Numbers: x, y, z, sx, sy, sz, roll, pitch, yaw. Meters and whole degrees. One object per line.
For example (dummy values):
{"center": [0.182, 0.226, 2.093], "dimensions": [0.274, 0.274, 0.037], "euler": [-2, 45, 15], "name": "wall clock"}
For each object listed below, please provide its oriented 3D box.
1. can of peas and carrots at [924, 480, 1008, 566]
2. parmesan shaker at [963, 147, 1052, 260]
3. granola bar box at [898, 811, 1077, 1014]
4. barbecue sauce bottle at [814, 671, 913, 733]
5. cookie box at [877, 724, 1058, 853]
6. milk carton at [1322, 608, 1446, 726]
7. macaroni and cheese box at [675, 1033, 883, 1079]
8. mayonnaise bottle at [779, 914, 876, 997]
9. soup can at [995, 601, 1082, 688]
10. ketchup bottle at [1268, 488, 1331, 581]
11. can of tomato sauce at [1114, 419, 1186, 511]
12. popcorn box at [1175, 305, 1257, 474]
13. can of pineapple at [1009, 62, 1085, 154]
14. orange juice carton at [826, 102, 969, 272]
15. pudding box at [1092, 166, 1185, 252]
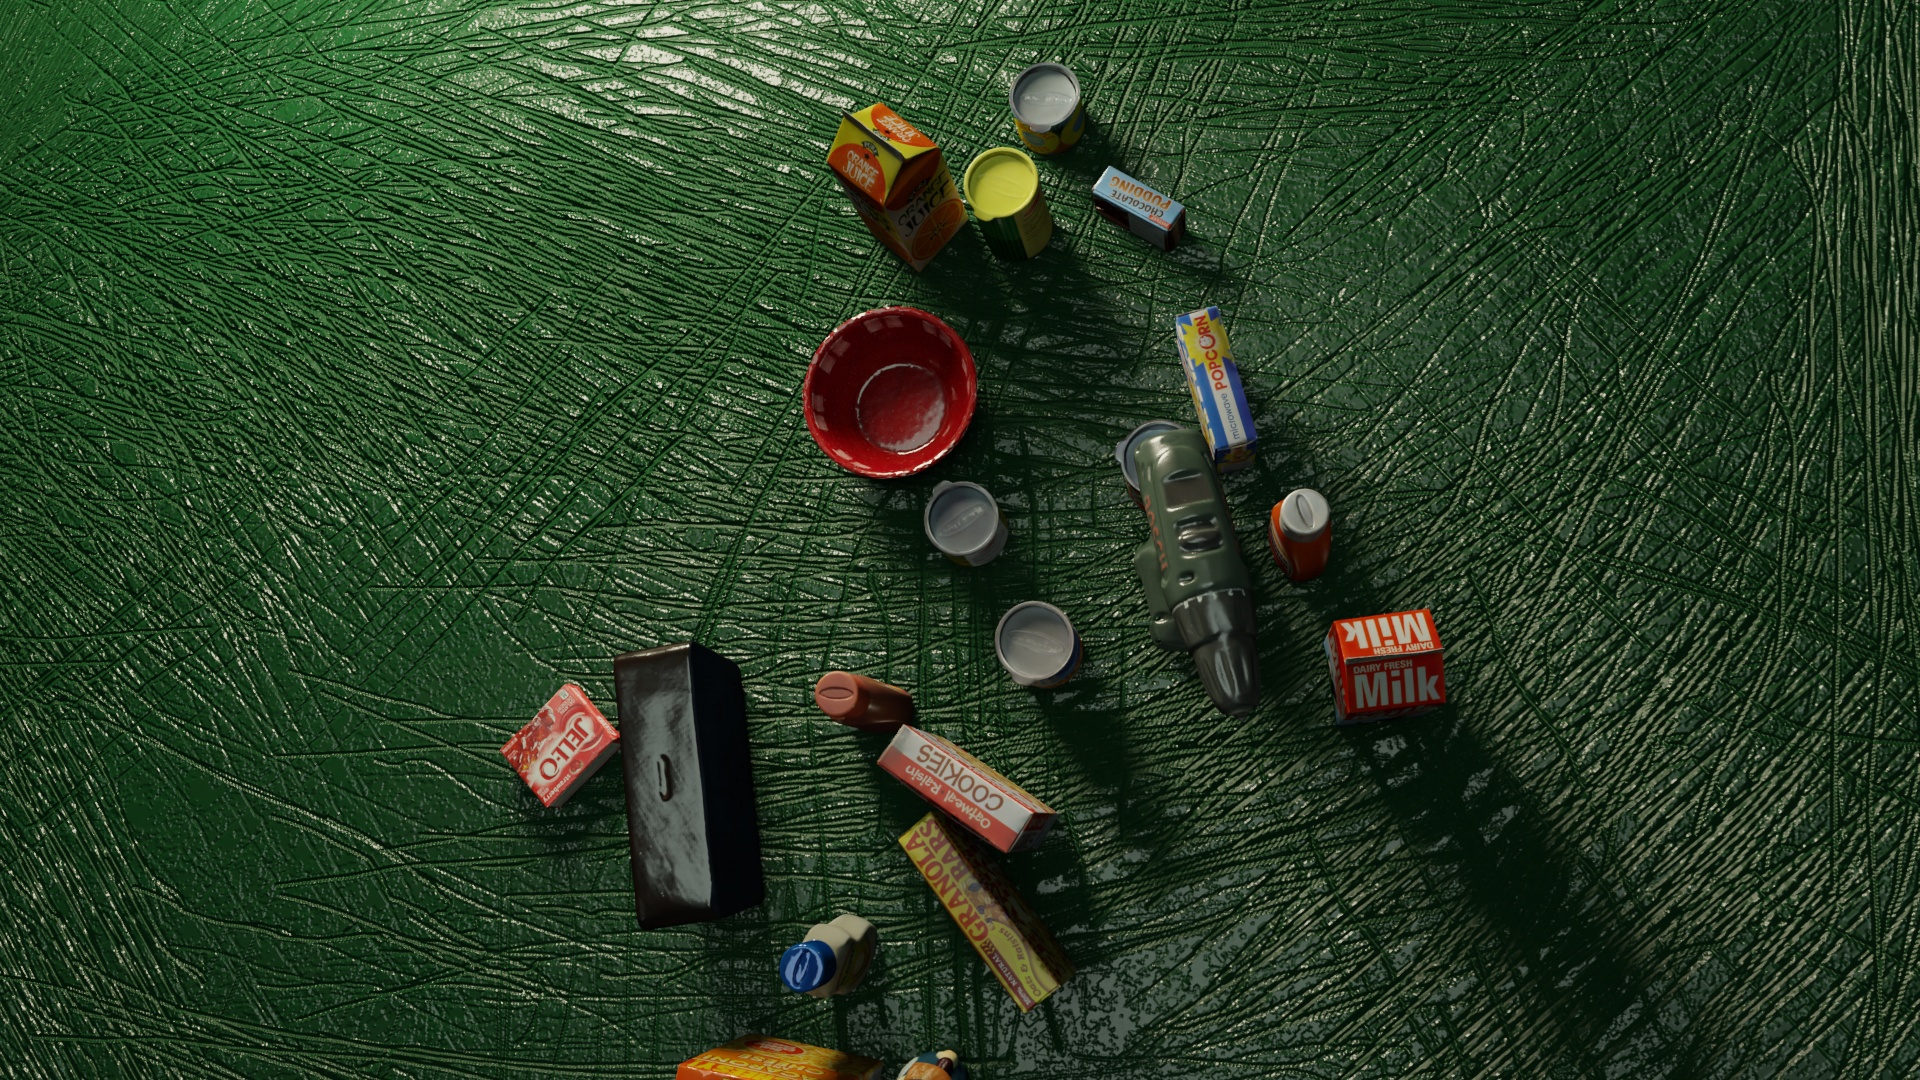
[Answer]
{"center": [0.004, -0.015, 1.232], "dimensions": [0.071, 0.058, 0.071], "euler": [-2, 78, 10], "name": "can of peas and carrots"}
{"center": [0.043, -0.301, 1.263], "dimensions": [0.071, 0.103, 0.071], "euler": [-2, 78, 10], "name": "parmesan shaker"}
{"center": [0.023, 0.298, 1.127], "dimensions": [0.039, 0.124, 0.166], "euler": [-39, 74, 1], "name": "granola bar box"}
{"center": [-0.085, 0.136, 1.169], "dimensions": [0.065, 0.148, 0.044], "euler": [2, 79, 11], "name": "barbecue sauce bottle"}
{"center": [0.009, 0.204, 1.127], "dimensions": [0.123, 0.167, 0.040], "euler": [32, 86, 15], "name": "cookie box"}
{"center": [0.328, 0.099, 1.079], "dimensions": [0.072, 0.190, 0.073], "euler": [-8, 77, 9], "name": "milk carton"}
{"center": [-0.141, 0.435, 1.106], "dimensions": [0.124, 0.166, 0.040], "euler": [7, 80, 12], "name": "macaroni and cheese box"}
{"center": [-0.108, 0.341, 1.129], "dimensions": [0.041, 0.148, 0.065], "euler": [17, 82, 13], "name": "mayonnaise bottle"}
{"center": [0.067, 0.093, 1.184], "dimensions": [0.071, 0.083, 0.071], "euler": [-2, 78, 10], "name": "soup can"}
{"center": [0.278, -0.009, 1.133], "dimensions": [0.043, 0.148, 0.065], "euler": [-20, 76, 6], "name": "ketchup bottle"}
{"center": [0.172, -0.061, 1.198], "dimensions": [0.071, 0.083, 0.071], "euler": [-2, 78, 10], "name": "can of tomato sauce"}
{"center": [0.221, -0.128, 1.202], "dimensions": [0.038, 0.085, 0.127], "euler": [-16, 76, 7], "name": "popcorn box"}
{"center": [0.081, -0.402, 1.301], "dimensions": [0.071, 0.058, 0.071], "euler": [-2, 78, 10], "name": "can of pineapple"}
{"center": [-0.057, -0.320, 1.239], "dimensions": [0.072, 0.192, 0.073], "euler": [42, 88, 15], "name": "orange juice carton"}
{"center": [0.163, -0.302, 1.269], "dimensions": [0.084, 0.049, 0.030], "euler": [32, 86, 15], "name": "pudding box"}
